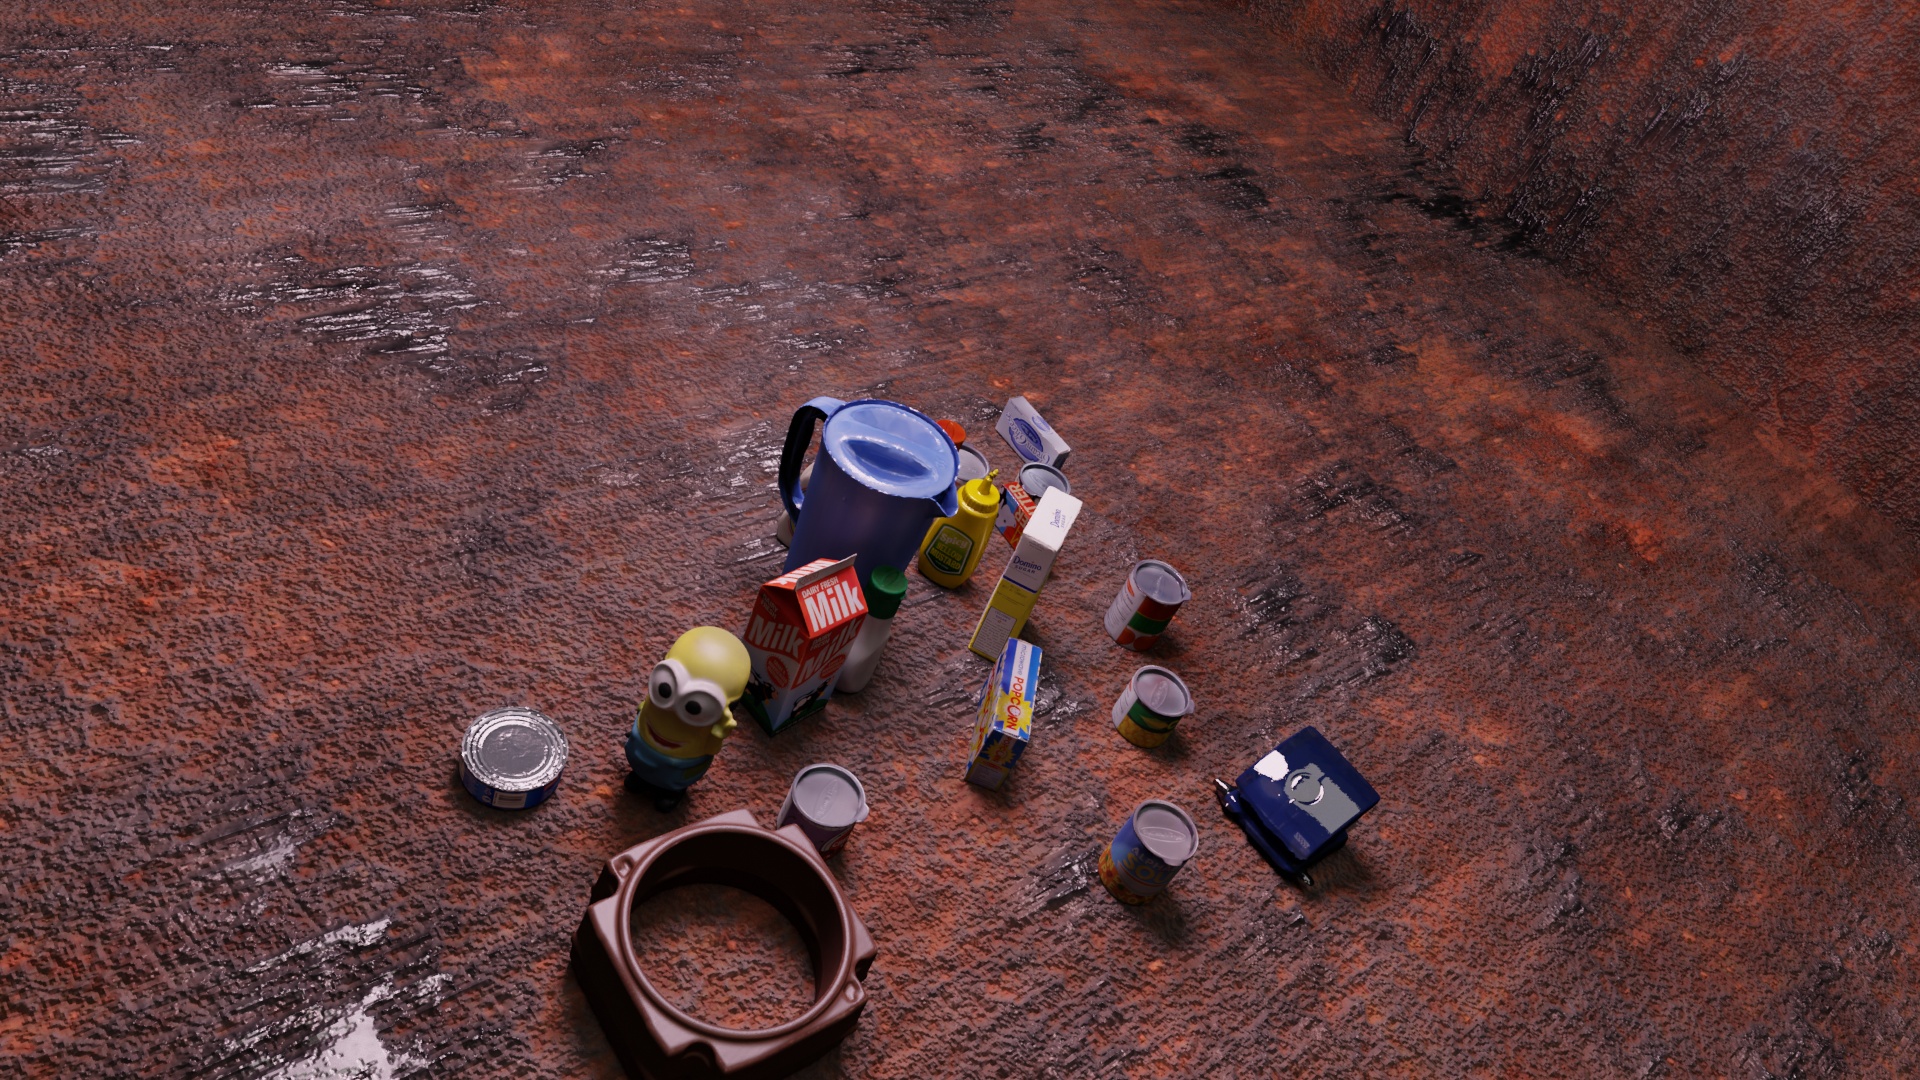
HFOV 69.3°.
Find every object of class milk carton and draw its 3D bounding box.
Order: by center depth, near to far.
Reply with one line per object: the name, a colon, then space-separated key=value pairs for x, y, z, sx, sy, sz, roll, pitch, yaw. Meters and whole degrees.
milk carton: x=-0.147 y=0.087 z=1.271 sx=0.072 sy=0.189 sz=0.073 roll=-25 pitch=61 yaw=-43

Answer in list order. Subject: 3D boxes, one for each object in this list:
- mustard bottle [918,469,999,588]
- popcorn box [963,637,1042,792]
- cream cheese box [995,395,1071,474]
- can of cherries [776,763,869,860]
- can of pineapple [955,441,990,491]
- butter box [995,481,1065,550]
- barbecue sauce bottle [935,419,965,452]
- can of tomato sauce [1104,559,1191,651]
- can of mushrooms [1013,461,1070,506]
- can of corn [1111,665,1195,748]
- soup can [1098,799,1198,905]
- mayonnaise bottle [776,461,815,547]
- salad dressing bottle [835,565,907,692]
mustard bottle: x=0.005 y=-0.019 z=1.484 sx=0.065 sy=0.159 sz=0.049 roll=30 pitch=40 yaw=4
popcorn box: x=0.043 y=0.169 z=1.363 sx=0.038 sy=0.084 sz=0.127 roll=21 pitch=41 yaw=-7
cream cheese box: x=0.089 y=-0.126 z=1.722 sx=0.024 sy=0.053 sz=0.104 roll=-17 pitch=56 yaw=-39
can of cherries: x=-0.121 y=0.241 z=1.222 sx=0.071 sy=0.058 sz=0.072 roll=15 pitch=42 yaw=-13
can of pineapple: x=-0.005 y=-0.073 z=1.614 sx=0.071 sy=0.057 sz=0.071 roll=15 pitch=42 yaw=-13
butter box: x=0.075 y=-0.014 z=1.597 sx=0.024 sy=0.052 sz=0.104 roll=-14 pitch=54 yaw=-37
barbecue sauce bottle: x=-0.036 y=-0.067 z=1.522 sx=0.044 sy=0.147 sz=0.065 roll=17 pitch=41 yaw=-11
can of tomato sauce: x=0.208 y=0.074 z=1.551 sx=0.071 sy=0.082 sz=0.071 roll=15 pitch=42 yaw=-13
can of mushrooms: x=0.095 y=-0.060 z=1.671 sx=0.071 sy=0.033 sz=0.071 roll=15 pitch=42 yaw=-13
can of corn: x=0.202 y=0.176 z=1.459 sx=0.071 sy=0.058 sz=0.071 roll=15 pitch=42 yaw=-13
soup can: x=0.175 y=0.295 z=1.300 sx=0.071 sy=0.083 sz=0.072 roll=15 pitch=42 yaw=-13
mayonnaise bottle: x=-0.144 y=-0.047 z=1.446 sx=0.065 sy=0.147 sz=0.041 roll=28 pitch=40 yaw=2
salad dressing bottle: x=-0.089 y=0.085 z=1.335 sx=0.044 sy=0.146 sz=0.064 roll=35 pitch=41 yaw=10
